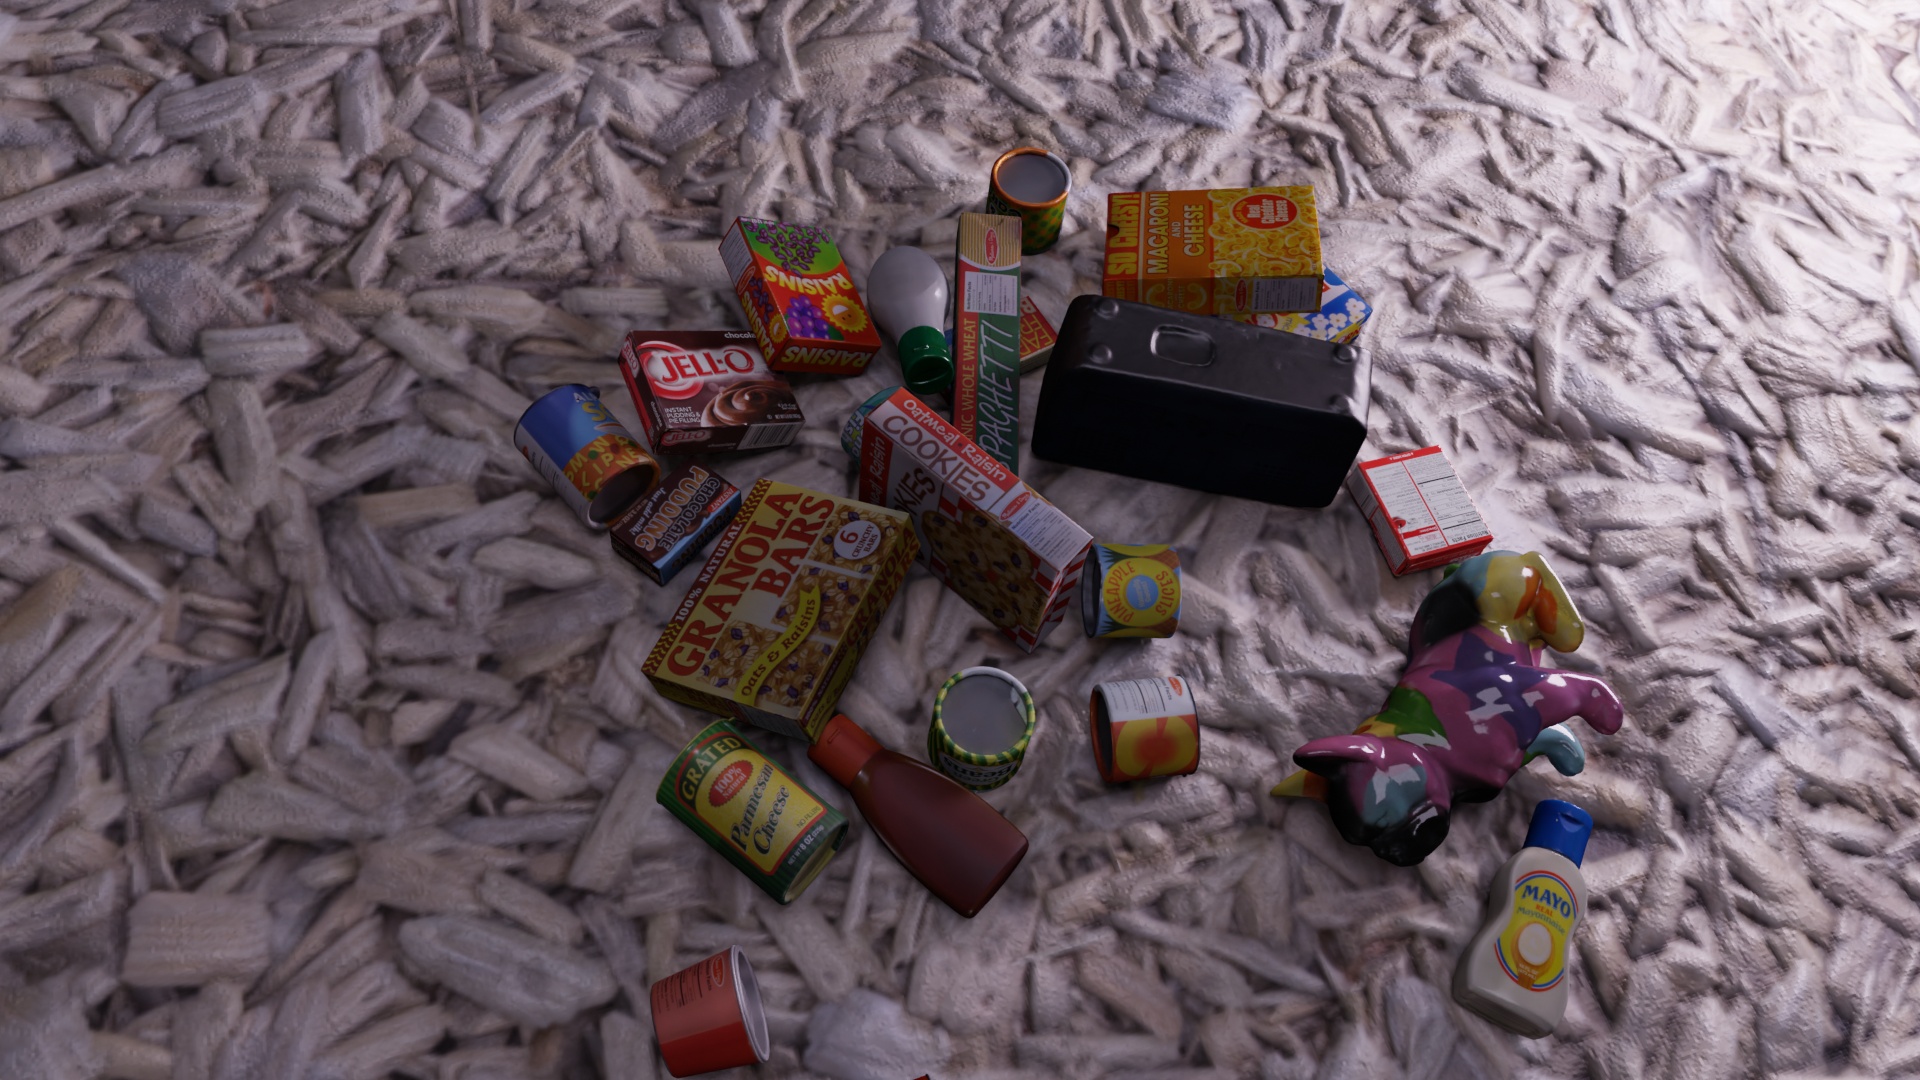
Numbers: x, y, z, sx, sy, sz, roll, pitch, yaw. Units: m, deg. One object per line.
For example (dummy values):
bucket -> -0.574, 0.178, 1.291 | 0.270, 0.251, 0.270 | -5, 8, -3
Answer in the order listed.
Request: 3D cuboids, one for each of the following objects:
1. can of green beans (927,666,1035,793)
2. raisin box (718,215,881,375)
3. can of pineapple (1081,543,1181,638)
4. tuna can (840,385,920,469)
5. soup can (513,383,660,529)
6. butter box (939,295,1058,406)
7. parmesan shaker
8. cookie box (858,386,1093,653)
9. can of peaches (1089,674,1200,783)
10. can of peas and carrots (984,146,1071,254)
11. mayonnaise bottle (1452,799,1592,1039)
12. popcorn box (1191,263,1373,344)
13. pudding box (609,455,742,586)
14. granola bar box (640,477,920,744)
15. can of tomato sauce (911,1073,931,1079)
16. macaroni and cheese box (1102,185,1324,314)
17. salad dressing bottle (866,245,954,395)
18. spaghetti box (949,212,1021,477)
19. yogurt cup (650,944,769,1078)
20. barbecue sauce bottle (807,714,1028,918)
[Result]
can of green beans -> 0.013, 0.123, 0.905 | 0.071, 0.057, 0.071 | 3, 61, -4
raisin box -> -0.123, -0.185, 1.057 | 0.086, 0.040, 0.124 | -1, 55, -41
can of pineapple -> 0.118, 0.035, 0.959 | 0.058, 0.070, 0.071 | 1, 61, -5
tuna can -> -0.054, -0.077, 1.005 | 0.071, 0.070, 0.033 | -34, 68, -22
soup can -> -0.259, -0.060, 0.975 | 0.071, 0.071, 0.084 | -38, 71, -23
butter box -> 0.022, -0.147, 1.078 | 0.104, 0.024, 0.053 | -27, 67, -19
parmesan shaker -> -0.126, 0.166, 0.861 | 0.103, 0.071, 0.071 | 36, 63, 14
cookie box -> 0.003, -0.012, 0.943 | 0.168, 0.122, 0.040 | 39, 64, 15
can of peaches -> 0.120, 0.126, 0.912 | 0.058, 0.071, 0.071 | -5, 61, -8
can of peas and carrots -> 0.052, -0.277, 1.134 | 0.071, 0.058, 0.071 | 3, 60, -4
mayonnaise bottle -> 0.366, 0.237, 0.887 | 0.065, 0.041, 0.149 | 26, 62, 11
popcorn box -> 0.251, -0.173, 1.109 | 0.127, 0.038, 0.085 | -32, 67, -21
pudding box -> -0.199, -0.014, 0.976 | 0.050, 0.030, 0.084 | 37, 64, 13
granola bar box -> -0.117, 0.043, 0.928 | 0.124, 0.039, 0.166 | 14, 58, 23
can of tomato sauce -> -0.047, 0.343, 0.768 | 0.083, 0.071, 0.071 | -15, 63, -13
macaroni and cheese box -> 0.198, -0.231, 1.100 | 0.166, 0.040, 0.124 | 0, 46, 8
salad dressing bottle -> -0.034, -0.166, 1.045 | 0.064, 0.043, 0.148 | -17, 43, 3
spaghetti box -> 0.019, -0.140, 1.042 | 0.050, 0.028, 0.251 | 4, 62, -4
yogurt cup -> -0.145, 0.274, 0.801 | 0.054, 0.072, 0.072 | -16, 64, -5
barbecue sauce bottle -> -0.031, 0.169, 0.883 | 0.149, 0.043, 0.065 | 37, 69, 15
